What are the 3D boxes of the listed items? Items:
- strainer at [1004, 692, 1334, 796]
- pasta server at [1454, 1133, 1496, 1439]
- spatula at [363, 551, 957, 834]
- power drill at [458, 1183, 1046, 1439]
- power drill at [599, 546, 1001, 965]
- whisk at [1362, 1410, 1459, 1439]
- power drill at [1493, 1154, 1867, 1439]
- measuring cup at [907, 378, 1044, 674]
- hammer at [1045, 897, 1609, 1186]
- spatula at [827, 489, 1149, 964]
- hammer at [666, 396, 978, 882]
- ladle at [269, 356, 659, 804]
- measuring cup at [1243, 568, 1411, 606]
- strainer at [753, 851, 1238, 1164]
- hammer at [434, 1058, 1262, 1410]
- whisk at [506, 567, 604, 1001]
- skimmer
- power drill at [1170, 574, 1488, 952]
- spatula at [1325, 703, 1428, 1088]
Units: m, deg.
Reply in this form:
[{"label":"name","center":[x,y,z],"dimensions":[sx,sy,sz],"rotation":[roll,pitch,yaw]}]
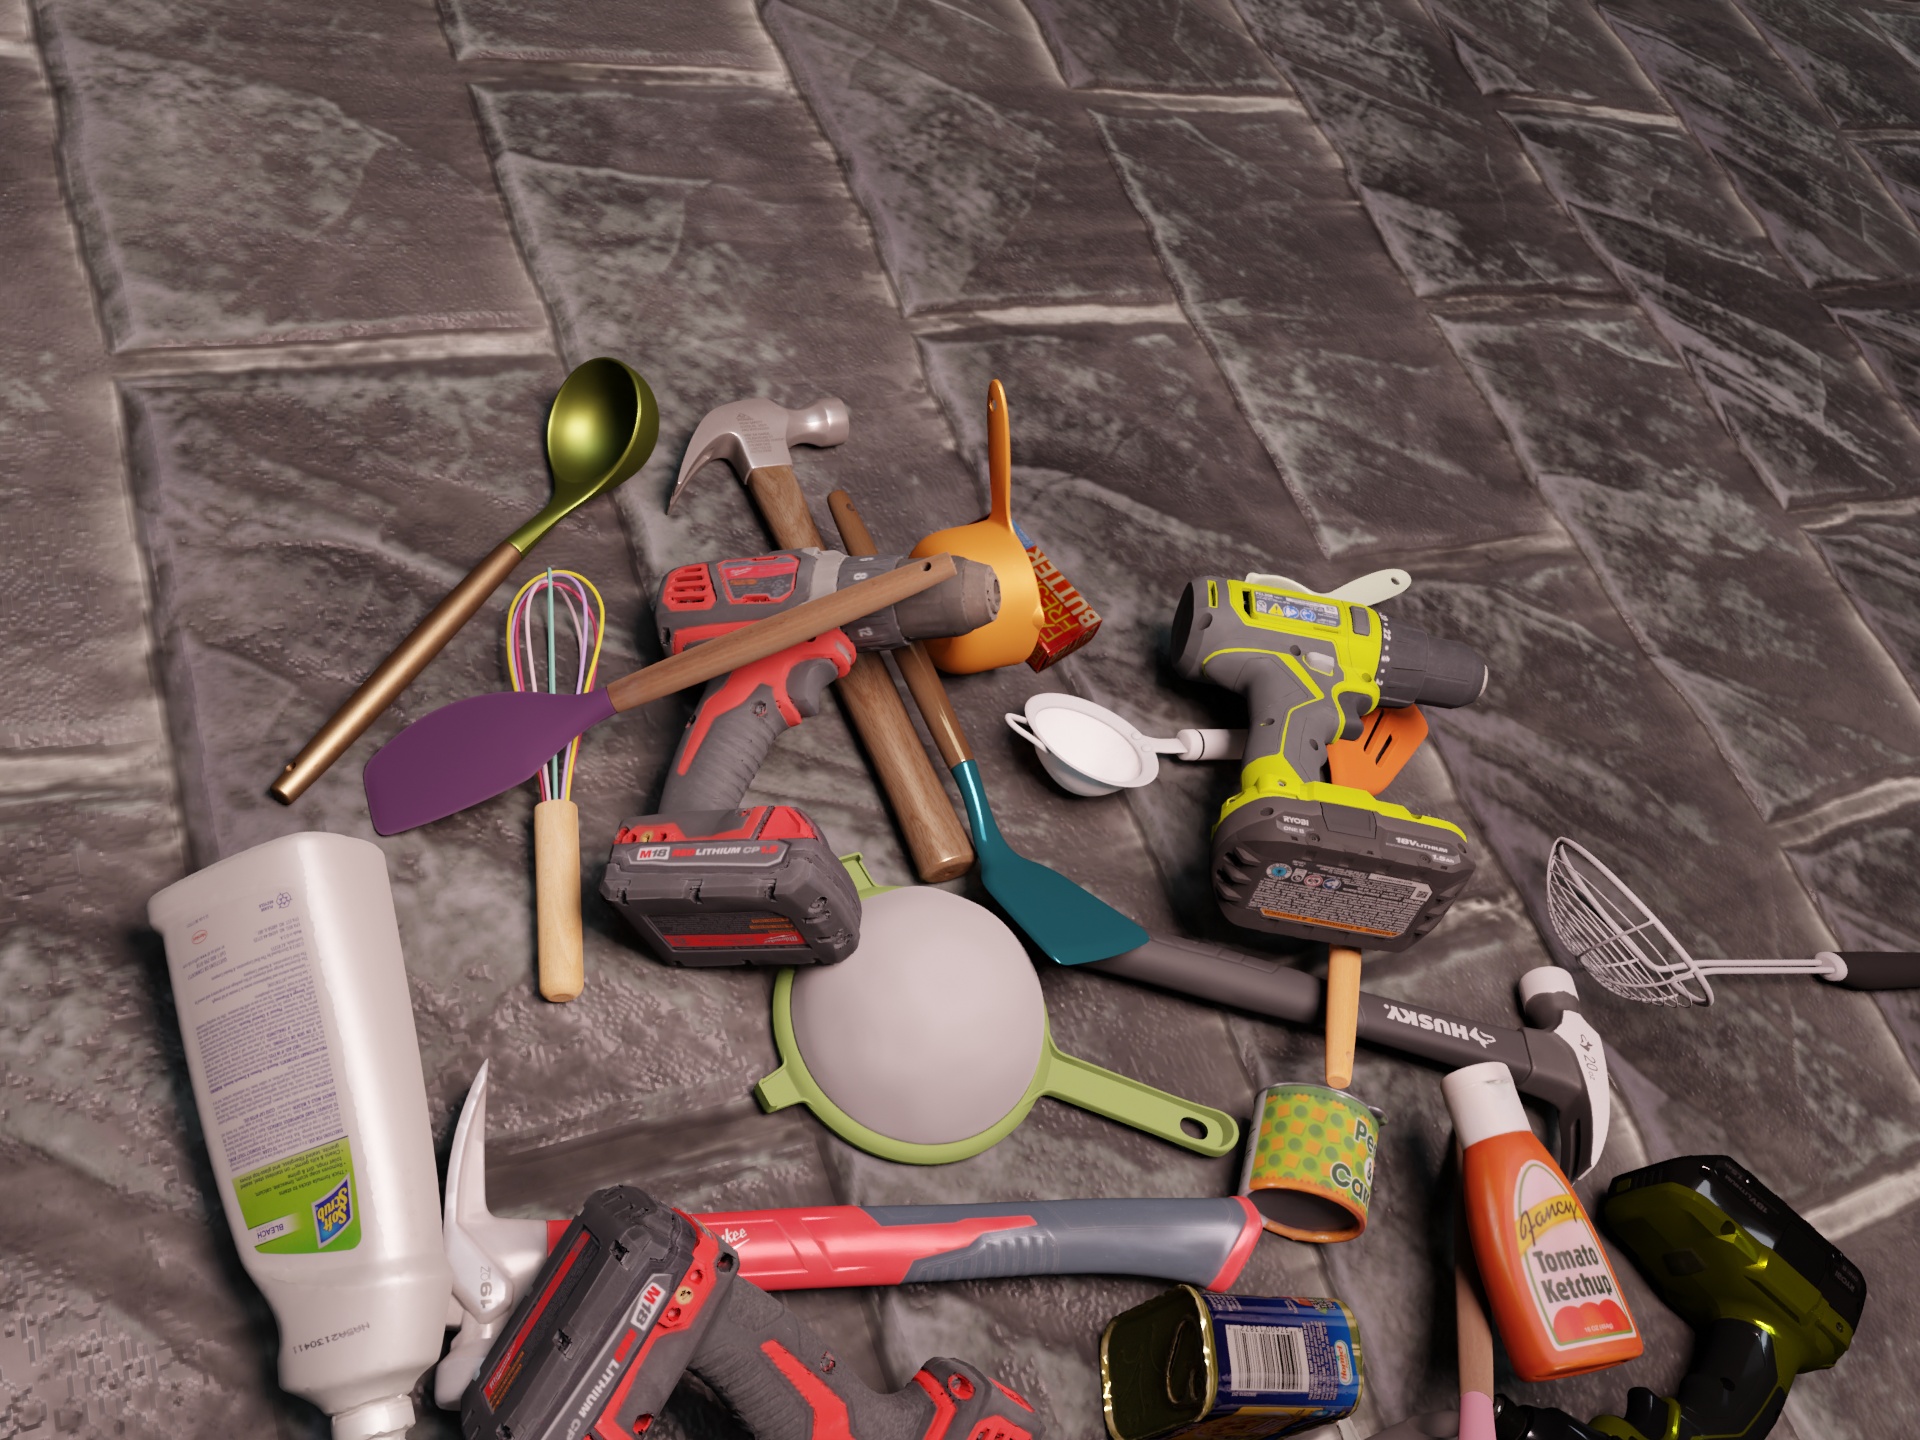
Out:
[{"label":"strainer","center":[0.131,0.017,0.961],"dimensions":[0.258,0.050,0.087],"rotation":[-1,38,-29]},{"label":"pasta server","center":[0.250,0.314,0.775],"dimensions":[0.060,0.040,0.316],"rotation":[3,31,15]},{"label":"spatula","center":[-0.151,-0.022,0.795],"dimensions":[0.316,0.018,0.060],"rotation":[-21,65,0]},{"label":"power drill","center":[-0.081,0.297,0.641],"dimensions":[0.219,0.078,0.143],"rotation":[37,72,-17]},{"label":"power drill","center":[-0.079,0.005,0.812],"dimensions":[0.188,0.080,0.227],"rotation":[-4,56,15]},{"label":"whisk","center":[0.131,0.363,0.723],"dimensions":[0.295,0.073,0.073],"rotation":[-4,60,-31]},{"label":"power drill","center":[0.367,0.342,0.819],"dimensions":[0.171,0.080,0.223],"rotation":[42,55,2]},{"label":"measuring cup","center":[0.002,-0.108,0.915],"dimensions":[0.052,0.173,0.095],"rotation":[-16,31,-26]},{"label":"hammer","center":[0.207,0.164,0.887],"dimensions":[0.334,0.035,0.146],"rotation":[16,40,-9]},{"label":"spatula","center":[-0.001,-0.003,0.881],"dimensions":[0.082,0.044,0.318],"rotation":[-5,62,-48]},{"label":"hammer","center":[-0.073,-0.055,0.929],"dimensions":[0.130,0.031,0.332],"rotation":[-12,64,-29]},{"label":"ladle","center":[-0.264,-0.083,0.856],"dimensions":[0.078,0.062,0.320],"rotation":[4,47,35]},{"label":"measuring cup","center":[0.239,-0.067,1.063],"dimensions":[0.167,0.038,0.083],"rotation":[-21,68,-34]},{"label":"strainer","center":[0.033,0.161,0.807],"dimensions":[0.256,0.069,0.152],"rotation":[22,53,-6]},{"label":"hammer","center":[-0.040,0.229,0.744],"dimensions":[0.386,0.038,0.143],"rotation":[3,59,-19]},{"label":"whisk","center":[-0.205,0.024,0.817],"dimensions":[0.047,0.051,0.245],"rotation":[5,60,-26]},{"label":"skimmer","center":[0.525,0.133,1.014],"dimensions":[0.363,0.090,0.127],"rotation":[4,26,-22]},{"label":"power drill","center":[0.221,0.015,0.915],"dimensions":[0.190,0.080,0.229],"rotation":[11,45,-5]},{"label":"spatula","center":[0.236,0.083,0.933],"dimensions":[0.081,0.041,0.323],"rotation":[44,37,-19]}]
